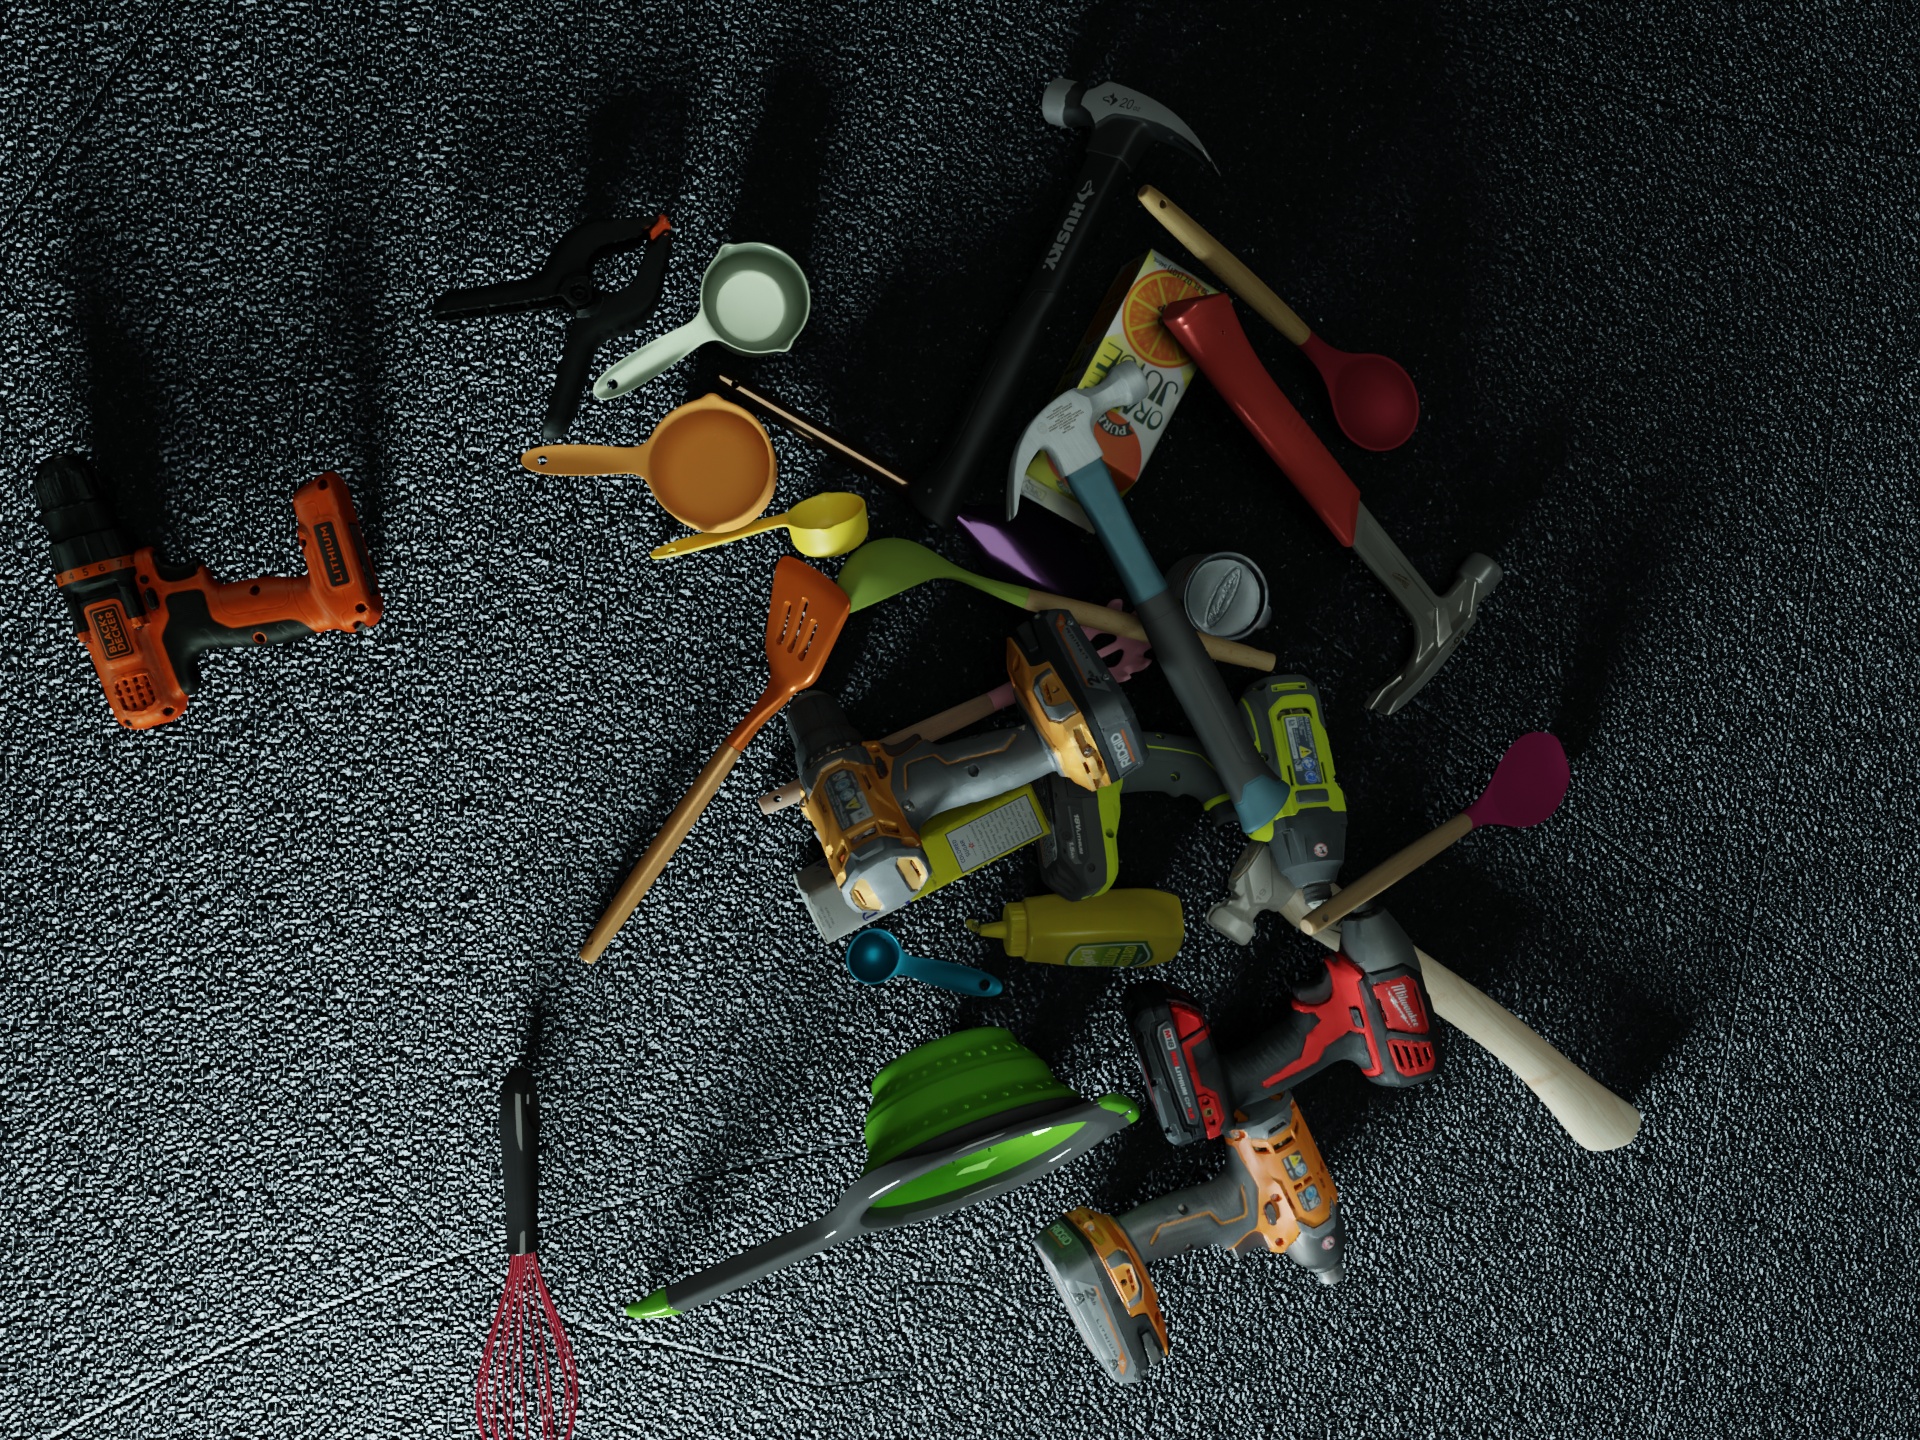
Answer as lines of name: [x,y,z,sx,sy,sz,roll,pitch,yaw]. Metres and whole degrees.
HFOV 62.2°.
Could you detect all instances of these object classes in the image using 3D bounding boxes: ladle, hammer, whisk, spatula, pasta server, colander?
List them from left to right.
whisk: [-0.309,0.393,1.124,0.073,0.073,0.296,-2,90,-12]
spatula: [-0.181,0.035,1.127,0.322,0.081,0.041,-56,145,1]
colander: [-0.072,0.317,1.146,0.397,0.204,0.095,-26,65,7]
spatula: [-0.035,-0.171,1.155,0.315,0.018,0.060,28,86,-14]
pasta server: [-0.002,-0.004,1.165,0.316,0.040,0.060,-24,82,-8]
hammer: [0.056,-0.286,1.119,0.146,0.035,0.335,27,92,31]
ladle: [0.069,-0.069,1.138,0.320,0.078,0.062,14,96,-6]
hammer: [0.140,-0.075,1.105,0.128,0.033,0.331,-29,95,-5]
ladle: [0.231,-0.288,1.141,0.315,0.031,0.069,29,88,-37]
hammer: [0.260,-0.166,1.166,0.358,0.037,0.149,43,84,-26]
hammer: [0.390,0.210,1.264,0.410,0.038,0.146,36,85,-12]

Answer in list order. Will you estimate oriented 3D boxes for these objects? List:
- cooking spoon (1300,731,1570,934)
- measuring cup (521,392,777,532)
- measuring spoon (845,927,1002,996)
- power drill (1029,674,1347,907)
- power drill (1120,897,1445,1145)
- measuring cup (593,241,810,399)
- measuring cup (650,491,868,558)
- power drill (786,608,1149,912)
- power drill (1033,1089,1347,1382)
cooking spoon: [0.366,0.087,1.204,0.319,0.017,0.068,-26,98,-32]
measuring cup: [-0.212,-0.175,1.104,0.173,0.052,0.095,1,88,2]
measuring spoon: [-0.028,0.184,1.188,0.128,0.021,0.042,18,90,-22]
power drill: [0.169,0.060,1.164,0.223,0.080,0.171,-5,73,-10]
power drill: [0.238,0.220,1.178,0.219,0.078,0.143,-16,95,-1]
measuring cup: [-0.182,-0.267,1.105,0.167,0.038,0.083,-33,100,-8]
measuring cup: [-0.141,-0.126,1.128,0.156,0.062,0.029,-13,122,2]
power drill: [-0.008,0.011,1.093,0.226,0.186,0.084,-28,138,-1]
power drill: [0.188,0.403,1.215,0.226,0.084,0.164,-28,99,-12]
